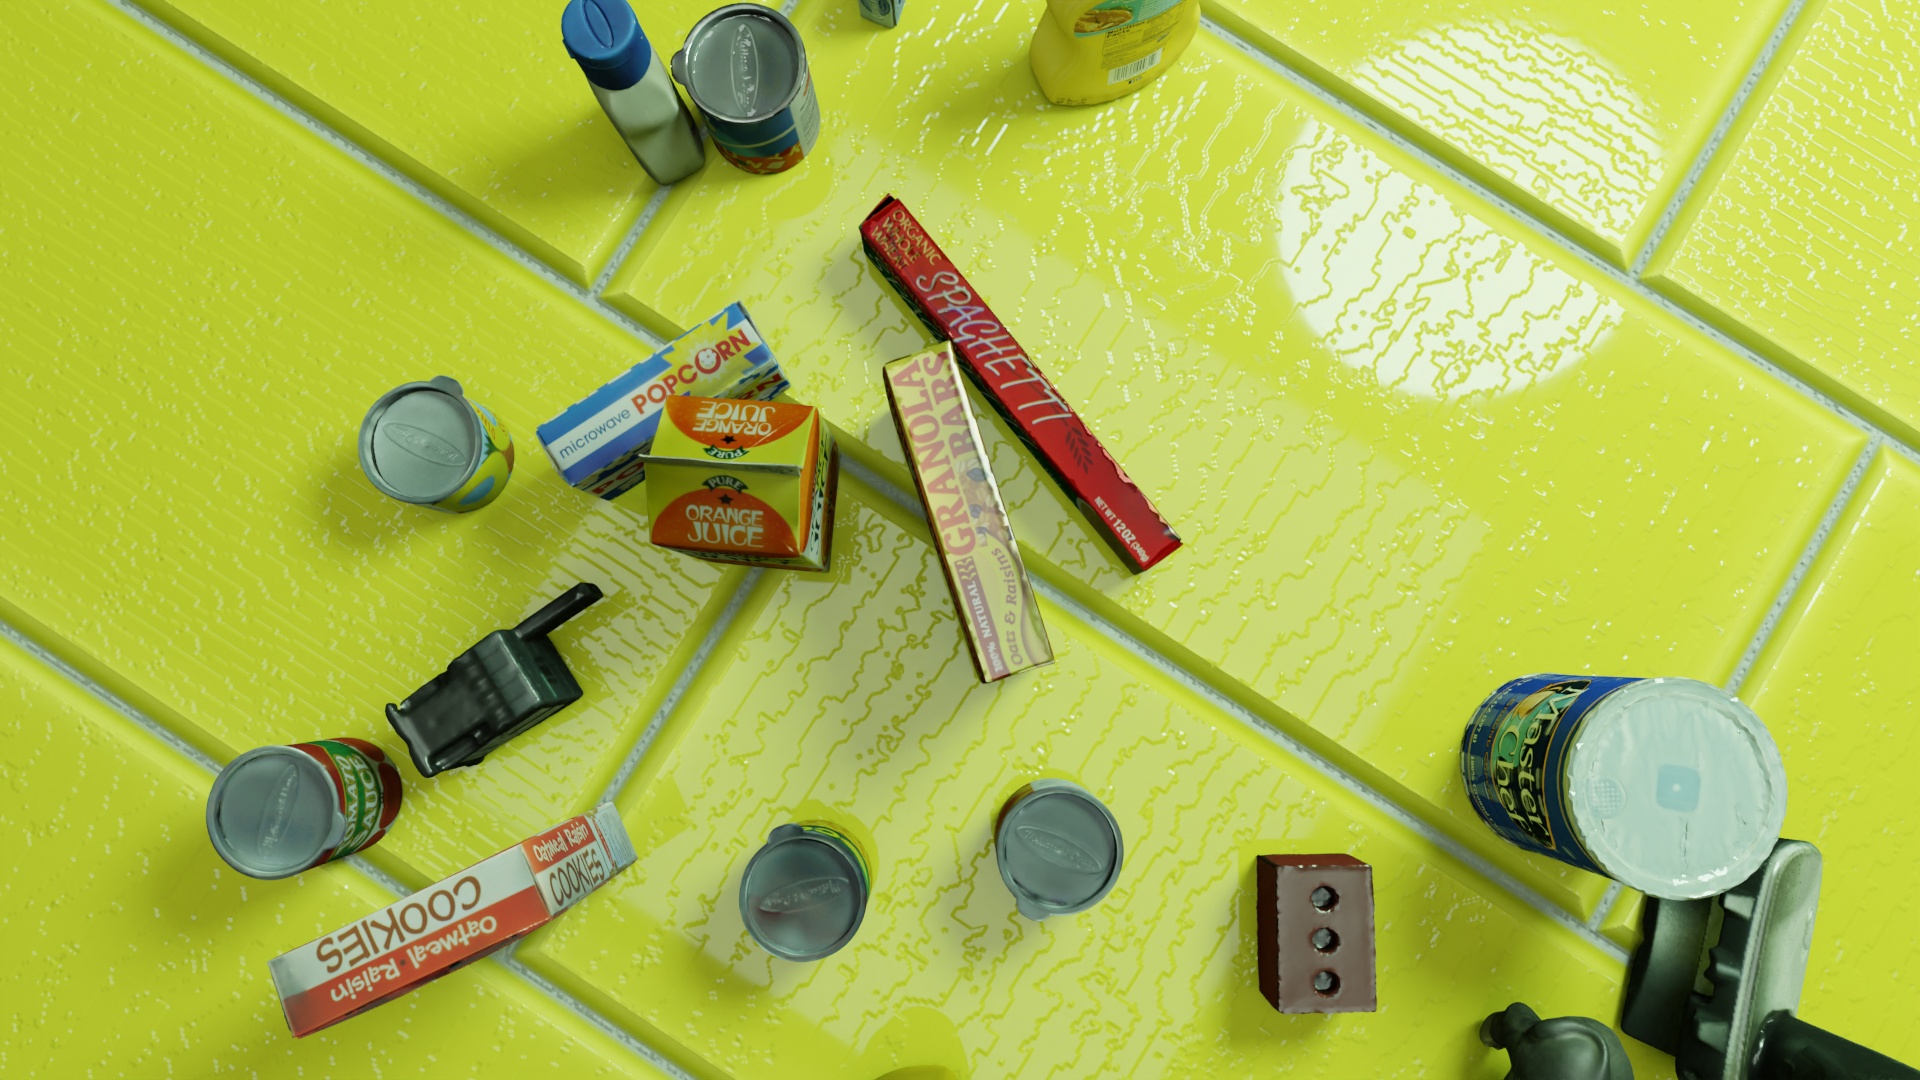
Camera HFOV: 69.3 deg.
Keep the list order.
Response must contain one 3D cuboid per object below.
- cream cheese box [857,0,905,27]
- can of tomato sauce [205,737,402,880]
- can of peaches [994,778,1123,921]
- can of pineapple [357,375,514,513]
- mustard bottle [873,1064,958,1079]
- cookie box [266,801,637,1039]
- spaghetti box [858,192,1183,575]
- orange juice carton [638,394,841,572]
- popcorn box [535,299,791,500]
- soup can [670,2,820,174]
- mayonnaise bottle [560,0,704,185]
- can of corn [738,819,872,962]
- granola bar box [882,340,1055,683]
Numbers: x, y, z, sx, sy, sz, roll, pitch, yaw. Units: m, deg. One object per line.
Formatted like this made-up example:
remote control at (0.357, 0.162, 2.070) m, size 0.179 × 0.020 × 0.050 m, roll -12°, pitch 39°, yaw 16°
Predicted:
cream cheese box at (-0.032, -0.353, 0.794) m, size 0.024 × 0.053 × 0.104 m, roll 18°, pitch 85°, yaw 1°
can of tomato sauce at (-0.341, 0.139, 0.732) m, size 0.071 × 0.083 × 0.071 m, roll 0°, pitch 85°, yaw 0°
can of peaches at (0.050, 0.165, 0.746) m, size 0.071 × 0.058 × 0.071 m, roll 0°, pitch 85°, yaw 0°
can of pineapple at (-0.284, -0.051, 0.762) m, size 0.071 × 0.058 × 0.071 m, roll 0°, pitch 85°, yaw 0°
mustard bottle at (-0.027, 0.303, 0.681) m, size 0.065 × 0.160 × 0.049 m, roll -15°, pitch 86°, yaw -1°
cookie box at (-0.240, 0.182, 0.687) m, size 0.123 × 0.167 × 0.040 m, roll -25°, pitch 86°, yaw -2°
spaghetti box at (0.031, -0.085, 0.772) m, size 0.029 × 0.050 × 0.250 m, roll -39°, pitch 86°, yaw -3°
orange juice carton at (-0.105, -0.027, 0.694) m, size 0.072 × 0.192 × 0.073 m, roll 5°, pitch 85°, yaw 0°
popcorn box at (-0.157, -0.073, 0.751) m, size 0.127 × 0.085 × 0.038 m, roll -33°, pitch 86°, yaw -3°
soup can at (-0.116, -0.247, 0.768) m, size 0.071 × 0.083 × 0.071 m, roll 0°, pitch 85°, yaw 0°
mayonnaise bottle at (-0.173, -0.241, 0.735) m, size 0.041 × 0.148 × 0.065 m, roll -27°, pitch 86°, yaw -2°
can of corn at (-0.082, 0.183, 0.743) m, size 0.071 × 0.058 × 0.071 m, roll 0°, pitch 85°, yaw 0°
granola bar box at (0.003, -0.009, 0.728) m, size 0.039 × 0.124 × 0.165 m, roll -18°, pitch 85°, yaw -2°
